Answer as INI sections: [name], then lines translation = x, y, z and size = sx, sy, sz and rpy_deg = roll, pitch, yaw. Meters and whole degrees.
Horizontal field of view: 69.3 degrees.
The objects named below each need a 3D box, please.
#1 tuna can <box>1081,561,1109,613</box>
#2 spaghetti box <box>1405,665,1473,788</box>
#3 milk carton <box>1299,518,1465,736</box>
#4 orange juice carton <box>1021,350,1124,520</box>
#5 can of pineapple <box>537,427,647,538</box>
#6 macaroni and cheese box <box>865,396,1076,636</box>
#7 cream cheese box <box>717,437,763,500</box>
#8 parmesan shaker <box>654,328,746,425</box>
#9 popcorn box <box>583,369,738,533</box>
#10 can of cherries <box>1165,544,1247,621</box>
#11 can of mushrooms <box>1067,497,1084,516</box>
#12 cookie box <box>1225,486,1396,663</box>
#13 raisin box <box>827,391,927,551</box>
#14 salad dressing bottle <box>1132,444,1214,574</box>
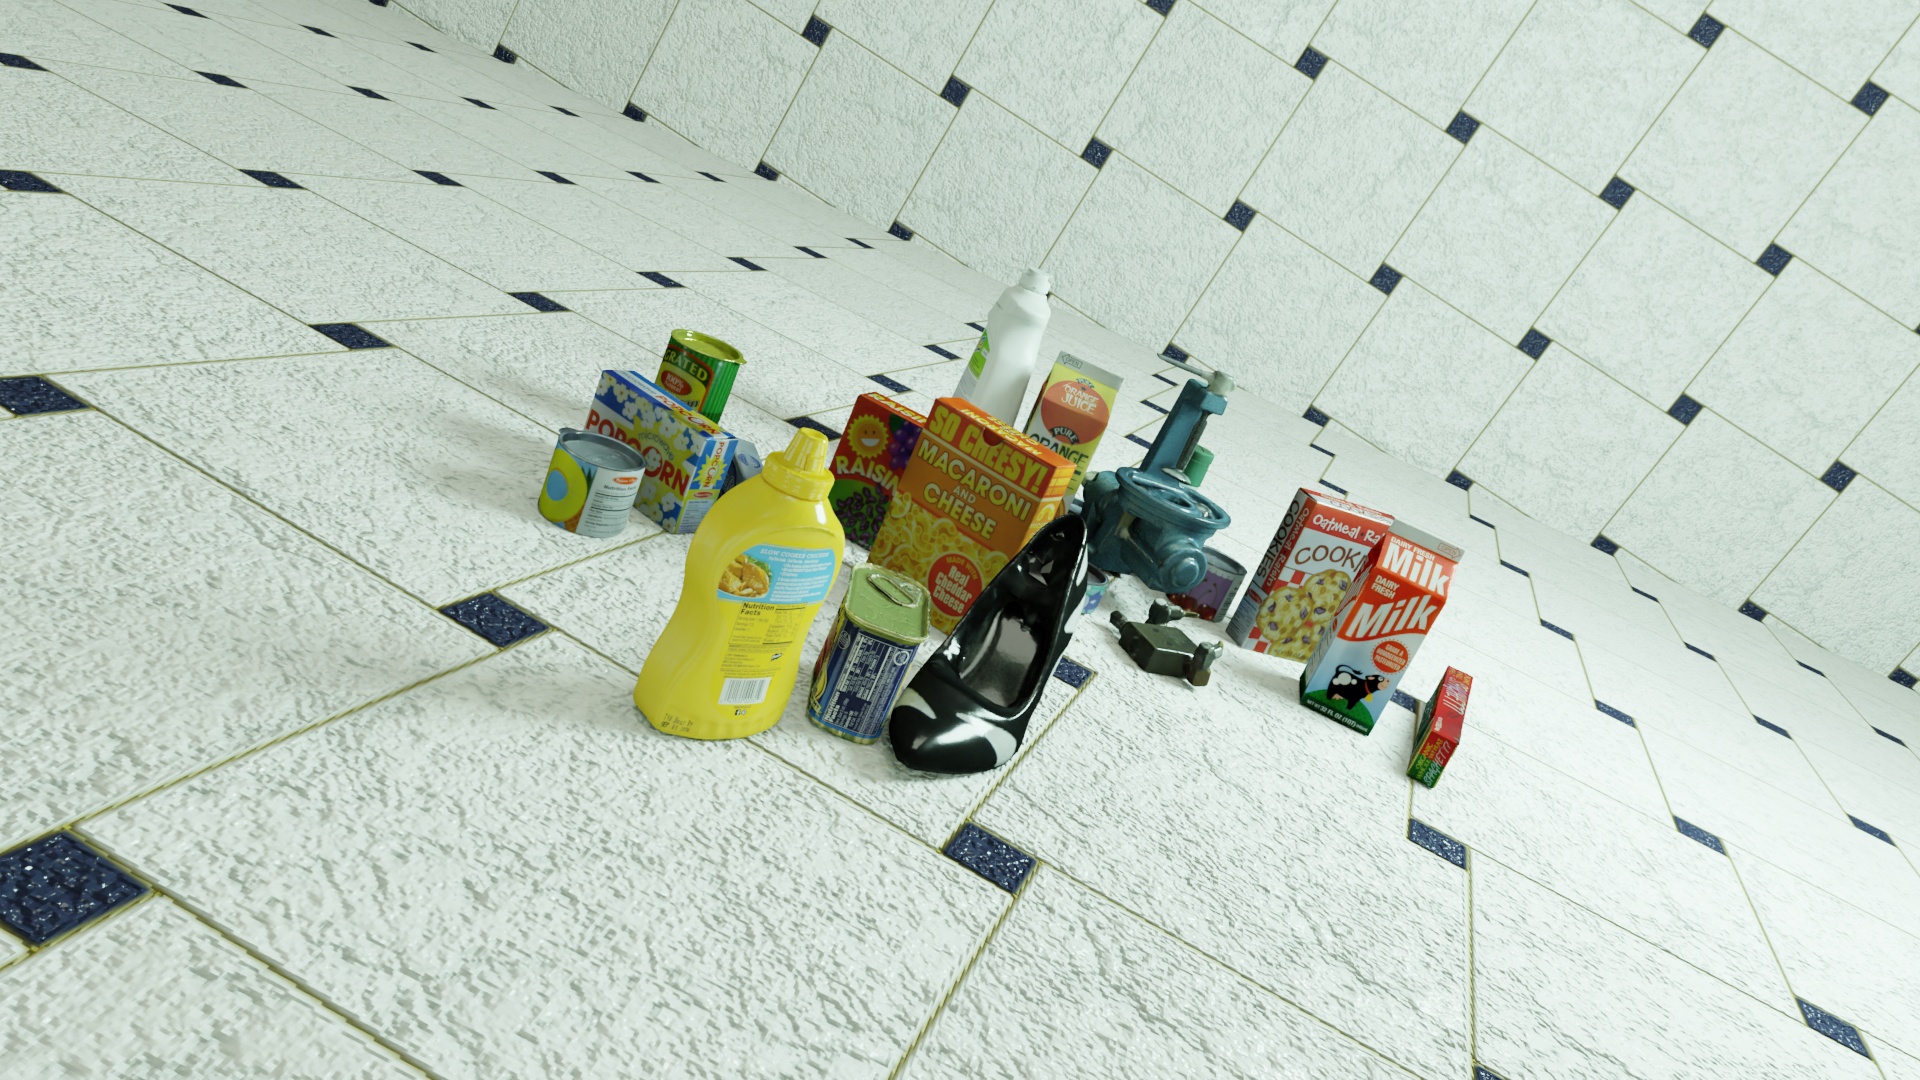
[tuna can]
translation = 0.102, 0.039, 1.297
size = 0.071, 0.032, 0.071
rpy_deg = 21, 18, -7
[spaghetti box]
translation = 0.461, 0.174, 1.330
size = 0.029, 0.050, 0.251
rpy_deg = 29, 19, 16
[milk carton]
translation = 0.390, 0.077, 1.290
size = 0.072, 0.190, 0.074
rpy_deg = 26, 17, 6
[orange juice carton]
translation = 0.094, -0.091, 1.398
size = 0.072, 0.192, 0.073
rpy_deg = 23, 17, -3
[can of pineapple]
translation = -0.274, -0.043, 1.027
size = 0.071, 0.057, 0.071
rpy_deg = 21, 18, -7
[macaroni and cheese box]
translation = 0.004, -0.014, 1.111
size = 0.124, 0.166, 0.040
rpy_deg = 32, 19, 25
[cream cheese box]
translation = -0.182, -0.043, 1.147
size = 0.024, 0.053, 0.104
rpy_deg = 16, 19, -24
[parmesan shaker]
translation = -0.239, -0.126, 1.234
size = 0.071, 0.102, 0.071
rpy_deg = 21, 18, -7
[popcorn box]
translation = -0.244, -0.072, 1.102
size = 0.127, 0.085, 0.038
rpy_deg = 33, 20, 26
[can of cherries]
translation = 0.251, 0.042, 1.431
size = 0.071, 0.058, 0.072
rpy_deg = 21, 18, -7
[can of mushrooms]
translation = 0.121, -0.023, 1.496
size = 0.071, 0.033, 0.071
rpy_deg = 21, 18, -7
[cookie box]
translation = 0.357, 0.040, 1.392
size = 0.123, 0.166, 0.040
rpy_deg = 15, 19, -26
[raisin box]
translation = -0.069, -0.057, 1.214
size = 0.086, 0.123, 0.040
rpy_deg = 28, 18, 15
[salad dressing bottle]
translation = 0.219, -0.032, 1.456
size = 0.044, 0.147, 0.064
rpy_deg = 23, 17, -3
